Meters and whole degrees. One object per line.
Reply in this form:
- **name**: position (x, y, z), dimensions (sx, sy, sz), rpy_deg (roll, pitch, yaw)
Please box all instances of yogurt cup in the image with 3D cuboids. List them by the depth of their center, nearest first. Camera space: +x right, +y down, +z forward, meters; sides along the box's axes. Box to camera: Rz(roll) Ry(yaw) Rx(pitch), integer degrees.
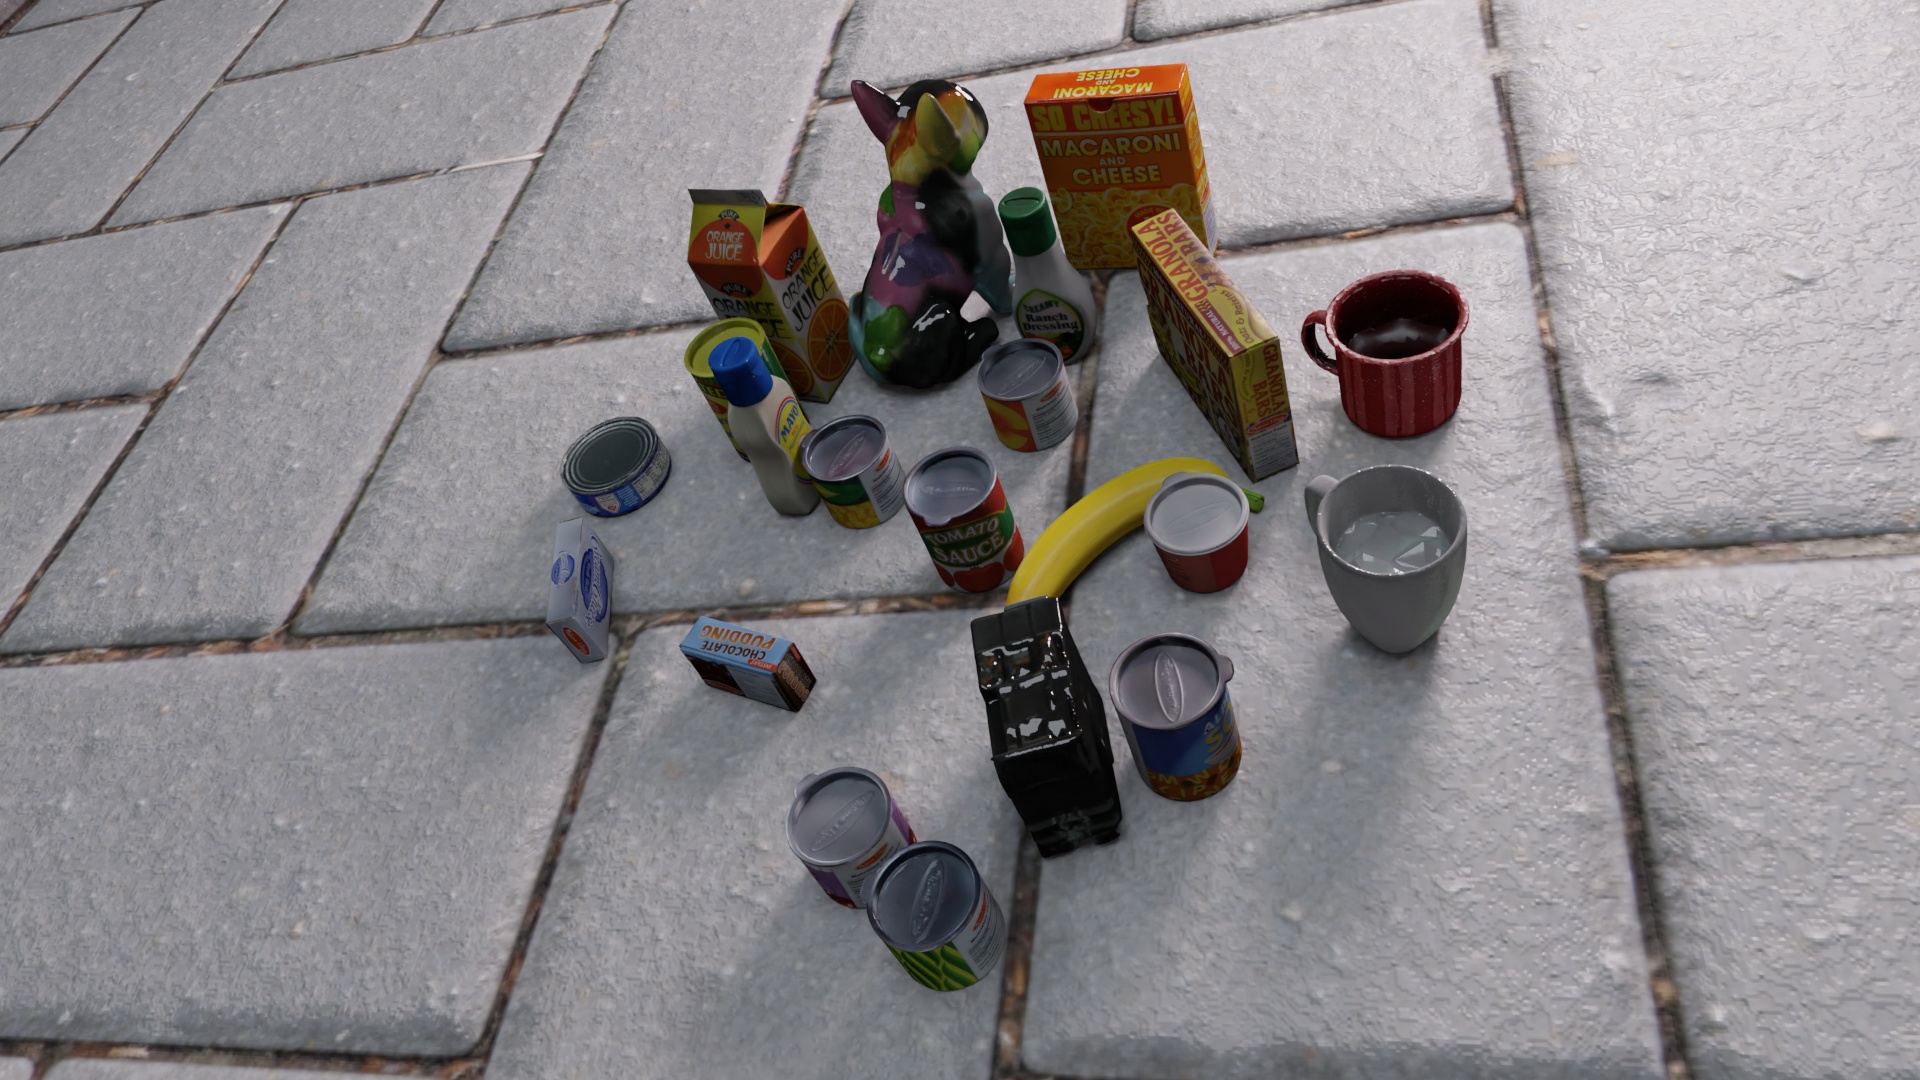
- **yogurt cup**: position (0.159, -0.002, 0.915), dimensions (0.072, 0.053, 0.073), rpy_deg (-11, 48, 12)

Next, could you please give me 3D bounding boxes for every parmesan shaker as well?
- **parmesan shaker**: position (-0.166, -0.116, 1.103), dimensions (0.071, 0.102, 0.072), rpy_deg (-11, 48, 12)

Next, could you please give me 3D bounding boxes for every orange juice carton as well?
- **orange juice carton**: position (-0.152, -0.204, 1.113), dimensions (0.072, 0.191, 0.073), rpy_deg (10, 55, 28)

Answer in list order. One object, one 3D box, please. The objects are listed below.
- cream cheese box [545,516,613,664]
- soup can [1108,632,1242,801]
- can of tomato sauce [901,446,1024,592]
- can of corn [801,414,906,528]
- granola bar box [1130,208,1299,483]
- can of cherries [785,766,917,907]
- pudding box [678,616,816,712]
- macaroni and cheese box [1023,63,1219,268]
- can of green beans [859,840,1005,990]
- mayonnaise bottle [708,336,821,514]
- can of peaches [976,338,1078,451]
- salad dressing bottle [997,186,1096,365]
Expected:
- **cream cheese box**: position (-0.287, 0.037, 1.049), dimensions (0.024, 0.053, 0.104), rpy_deg (-16, 47, 7)
- **soup can**: position (0.130, 0.104, 0.813), dimensions (0.071, 0.083, 0.072), rpy_deg (-11, 48, 12)
- **can of tomato sauce**: position (0.003, -0.012, 0.962), dimensions (0.071, 0.082, 0.071), rpy_deg (-11, 48, 12)
- **can of corn**: position (-0.080, -0.052, 1.045), dimensions (0.071, 0.058, 0.071), rpy_deg (-11, 48, 12)
- **granola bar box**: position (0.177, -0.138, 0.978), dimensions (0.039, 0.123, 0.166), rpy_deg (-24, 47, 0)
- **can of cherries**: position (-0.066, 0.178, 0.840), dimensions (0.071, 0.058, 0.072), rpy_deg (-11, 48, 12)
- **pudding box**: position (-0.147, 0.085, 0.958), dimensions (0.084, 0.049, 0.030), rpy_deg (12, 56, 29)
- **macaroni and cheese box**: position (0.131, -0.291, 1.100), dimensions (0.124, 0.165, 0.040), rpy_deg (3, 52, 23)
- **can of green beans**: position (-0.013, 0.214, 0.790), dimensions (0.071, 0.057, 0.071), rpy_deg (-11, 48, 12)
- **mayonnaise bottle**: position (-0.142, -0.087, 1.038), dimensions (0.041, 0.147, 0.065), rpy_deg (3, 52, 23)
- **can of peaches**: position (0.050, -0.110, 1.048), dimensions (0.071, 0.057, 0.071), rpy_deg (-11, 48, 12)
- **salad dressing bottle**: position (0.064, -0.200, 1.059), dimensions (0.064, 0.147, 0.044), rpy_deg (2, 52, 22)
